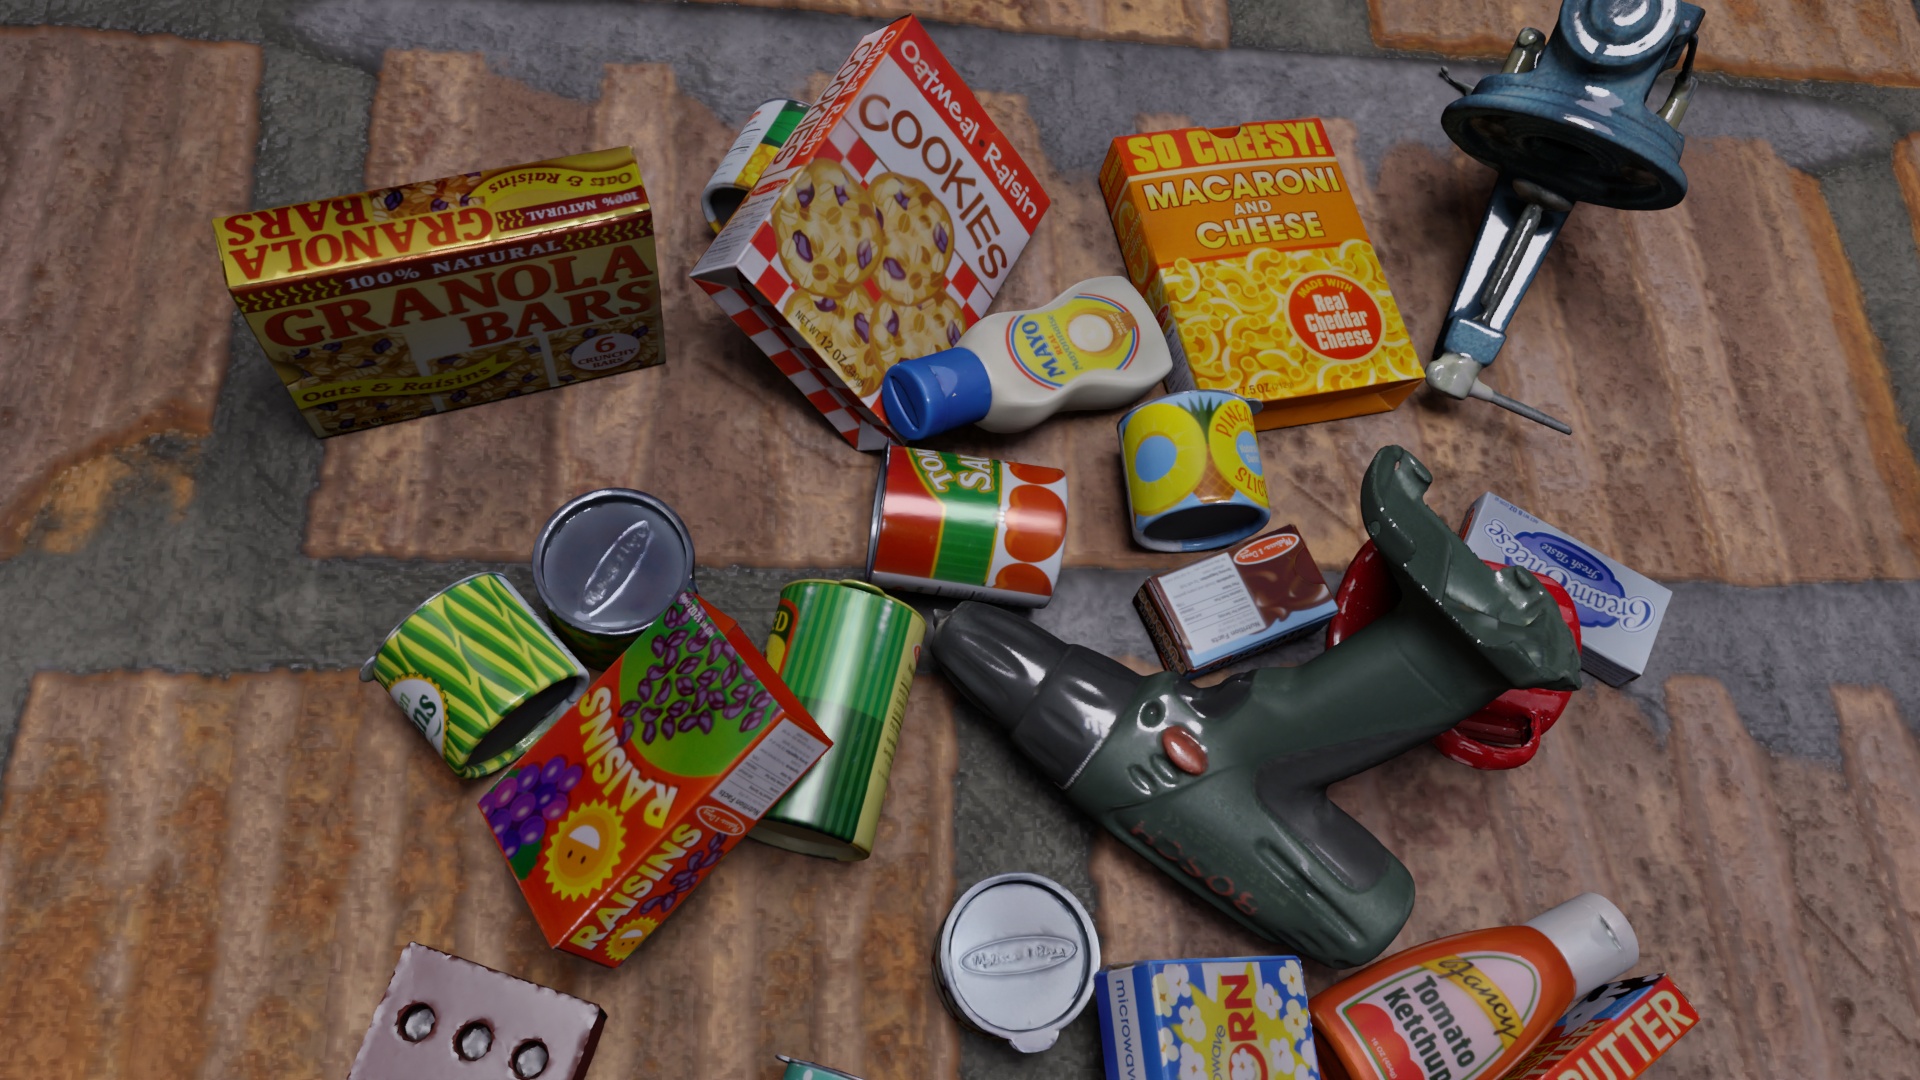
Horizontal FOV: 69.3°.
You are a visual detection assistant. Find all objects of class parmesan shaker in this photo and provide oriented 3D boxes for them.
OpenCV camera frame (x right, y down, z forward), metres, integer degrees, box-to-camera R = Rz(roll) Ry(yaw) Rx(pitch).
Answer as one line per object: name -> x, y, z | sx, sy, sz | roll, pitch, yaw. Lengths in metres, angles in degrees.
parmesan shaker -> -0.058, 0.075, 0.586 | 0.071, 0.071, 0.103 | 15, 66, -3

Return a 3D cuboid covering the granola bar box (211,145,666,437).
granola bar box -> -0.216, -0.106, 0.609 | 0.166, 0.123, 0.039 | -15, 70, -15

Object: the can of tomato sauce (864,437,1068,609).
can of tomato sauce -> 0.002, -0.008, 0.633 | 0.083, 0.071, 0.071 | 8, 66, -7

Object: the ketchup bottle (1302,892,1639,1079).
ketchup bottle -> 0.221, 0.198, 0.596 | 0.149, 0.043, 0.065 | -20, 66, -17

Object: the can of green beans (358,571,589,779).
can of green beans -> -0.197, 0.056, 0.574 | 0.071, 0.071, 0.058 | -40, 79, -22

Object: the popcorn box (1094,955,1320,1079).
popcorn box -> 0.103, 0.231, 0.548 | 0.085, 0.038, 0.127 | 10, 63, -34

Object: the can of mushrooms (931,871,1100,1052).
can of mushrooms -> 0.022, 0.176, 0.577 | 0.071, 0.033, 0.071 | 4, 66, -8

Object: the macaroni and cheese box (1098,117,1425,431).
macaroni and cheese box -> 0.155, -0.142, 0.731 | 0.124, 0.040, 0.167 | -9, 69, -14

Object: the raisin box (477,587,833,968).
raisin box -> -0.122, 0.092, 0.548 | 0.123, 0.040, 0.086 | -46, 51, -2

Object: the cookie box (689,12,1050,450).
cookie box -> -0.035, -0.146, 0.665 | 0.122, 0.040, 0.168 | 46, 60, -33

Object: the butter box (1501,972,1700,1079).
butter box -> 0.257, 0.223, 0.585 | 0.104, 0.053, 0.024 | -29, 73, -19

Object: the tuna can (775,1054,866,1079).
tuna can -> -0.042, 0.223, 0.529 | 0.071, 0.070, 0.033 | 19, 66, -1

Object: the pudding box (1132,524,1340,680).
pudding box -> 0.131, 0.031, 0.659 | 0.084, 0.030, 0.050 | -19, 71, -17

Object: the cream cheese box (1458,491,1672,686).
cream cheese box -> 0.295, 0.024, 0.692 | 0.104, 0.024, 0.053 | 29, 67, 4

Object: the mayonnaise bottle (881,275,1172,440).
mayonnaise bottle -> 0.032, -0.083, 0.664 | 0.149, 0.041, 0.065 | -21, 78, -34

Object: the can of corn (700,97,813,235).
can of corn -> -0.085, -0.174, 0.691 | 0.071, 0.071, 0.058 | 25, 67, 2

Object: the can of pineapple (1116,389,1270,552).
can of pineapple -> 0.112, -0.033, 0.662 | 0.071, 0.070, 0.058 | -2, 69, -10

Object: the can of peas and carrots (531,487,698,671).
can of peas and carrots -> -0.146, 0.019, 0.602 | 0.071, 0.058, 0.071 | 4, 67, -8
